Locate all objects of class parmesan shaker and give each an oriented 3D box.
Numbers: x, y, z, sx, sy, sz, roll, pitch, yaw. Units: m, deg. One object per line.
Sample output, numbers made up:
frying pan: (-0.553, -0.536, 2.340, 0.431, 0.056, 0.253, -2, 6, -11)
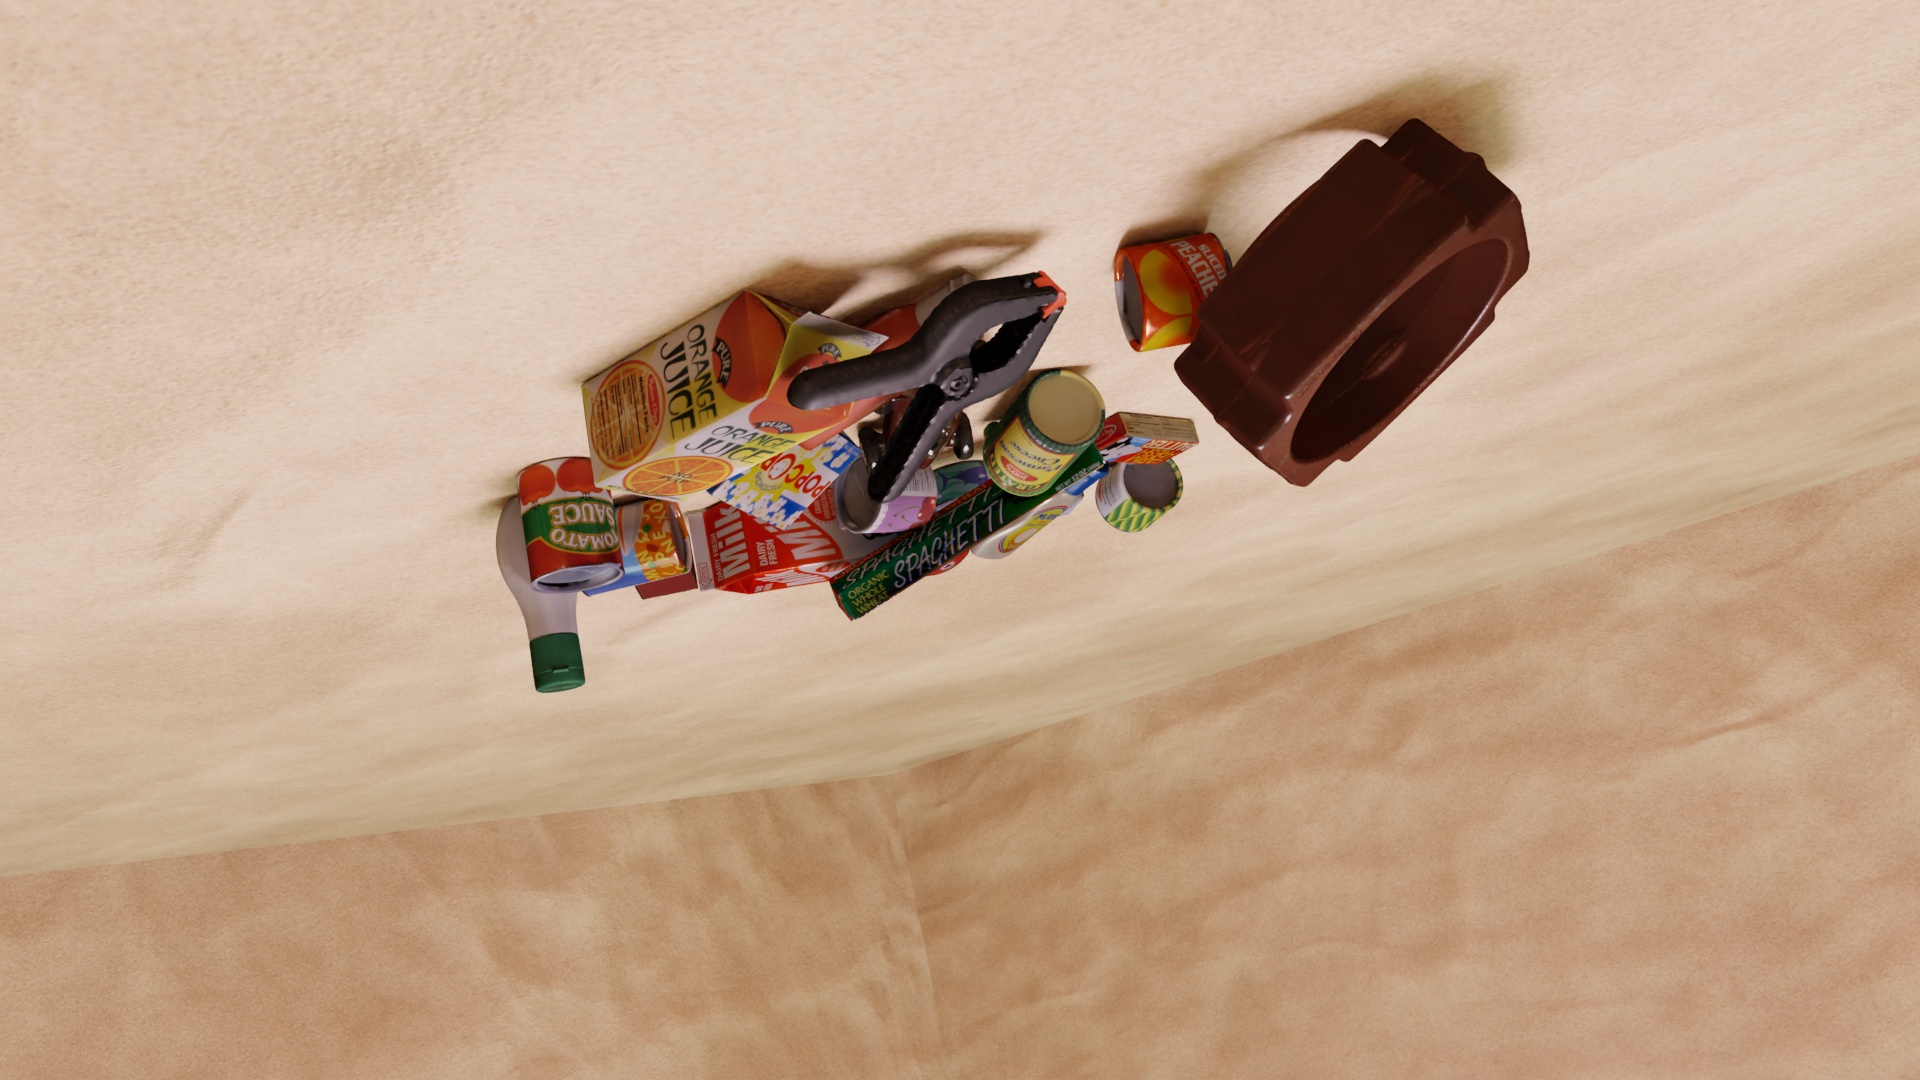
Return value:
parmesan shaker: (0.061, -0.084, 1.072, 0.071, 0.071, 0.102, -8, 164, -19)

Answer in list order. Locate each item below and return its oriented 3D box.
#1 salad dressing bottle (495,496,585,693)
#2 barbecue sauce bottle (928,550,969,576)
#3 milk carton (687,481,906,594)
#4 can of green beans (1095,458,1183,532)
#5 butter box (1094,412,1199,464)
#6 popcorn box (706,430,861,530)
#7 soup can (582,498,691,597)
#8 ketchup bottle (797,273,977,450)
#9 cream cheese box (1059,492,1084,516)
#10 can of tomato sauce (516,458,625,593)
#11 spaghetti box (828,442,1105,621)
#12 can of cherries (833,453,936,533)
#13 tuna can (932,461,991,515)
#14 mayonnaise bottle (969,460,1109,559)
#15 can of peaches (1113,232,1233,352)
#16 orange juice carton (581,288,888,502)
salad dressing bottle: (-0.311, 0.039, 1.045, 0.064, 0.148, 0.043, -6, 164, -22)
barbecue sauce bottle: (-0.024, -0.006, 1.336, 0.065, 0.044, 0.148, -26, 166, -5)
milk carton: (-0.133, -0.004, 1.191, 0.191, 0.072, 0.073, -8, 165, -17)
can of green beans: (0.167, -0.047, 1.301, 0.071, 0.071, 0.057, -7, 164, -21)
butter box: (0.157, -0.088, 1.217, 0.104, 0.024, 0.053, 1, 160, -43)
popcorn box: (-0.130, -0.059, 0.976, 0.085, 0.038, 0.126, -45, 161, 4)
soup can: (-0.266, 0.002, 1.113, 0.084, 0.071, 0.071, -14, 166, 0)
ketchup bottle: (-0.047, -0.115, 0.868, 0.148, 0.065, 0.043, -28, 127, 23)
cream cheese box: (0.063, -0.035, 1.341, 0.104, 0.024, 0.053, -9, 165, -14)
can of tomato sauce: (-0.282, -0.011, 1.007, 0.071, 0.083, 0.071, -12, 166, -3)
spaghetti box: (0.004, -0.014, 1.152, 0.250, 0.028, 0.050, -32, -160, -7)
can of cherries: (-0.063, -0.038, 1.131, 0.058, 0.071, 0.071, -2, 162, -41)
tuna can: (-0.001, -0.044, 1.232, 0.071, 0.033, 0.071, -12, 166, -3)
mayonnaise bottle: (0.070, -0.036, 1.259, 0.147, 0.041, 0.065, -38, 157, 33)
can of peaches: (0.131, -0.154, 0.856, 0.058, 0.071, 0.071, -11, 165, -6)
orange juice carton: (-0.138, -0.092, 0.843, 0.192, 0.073, 0.072, -22, 161, 32)
